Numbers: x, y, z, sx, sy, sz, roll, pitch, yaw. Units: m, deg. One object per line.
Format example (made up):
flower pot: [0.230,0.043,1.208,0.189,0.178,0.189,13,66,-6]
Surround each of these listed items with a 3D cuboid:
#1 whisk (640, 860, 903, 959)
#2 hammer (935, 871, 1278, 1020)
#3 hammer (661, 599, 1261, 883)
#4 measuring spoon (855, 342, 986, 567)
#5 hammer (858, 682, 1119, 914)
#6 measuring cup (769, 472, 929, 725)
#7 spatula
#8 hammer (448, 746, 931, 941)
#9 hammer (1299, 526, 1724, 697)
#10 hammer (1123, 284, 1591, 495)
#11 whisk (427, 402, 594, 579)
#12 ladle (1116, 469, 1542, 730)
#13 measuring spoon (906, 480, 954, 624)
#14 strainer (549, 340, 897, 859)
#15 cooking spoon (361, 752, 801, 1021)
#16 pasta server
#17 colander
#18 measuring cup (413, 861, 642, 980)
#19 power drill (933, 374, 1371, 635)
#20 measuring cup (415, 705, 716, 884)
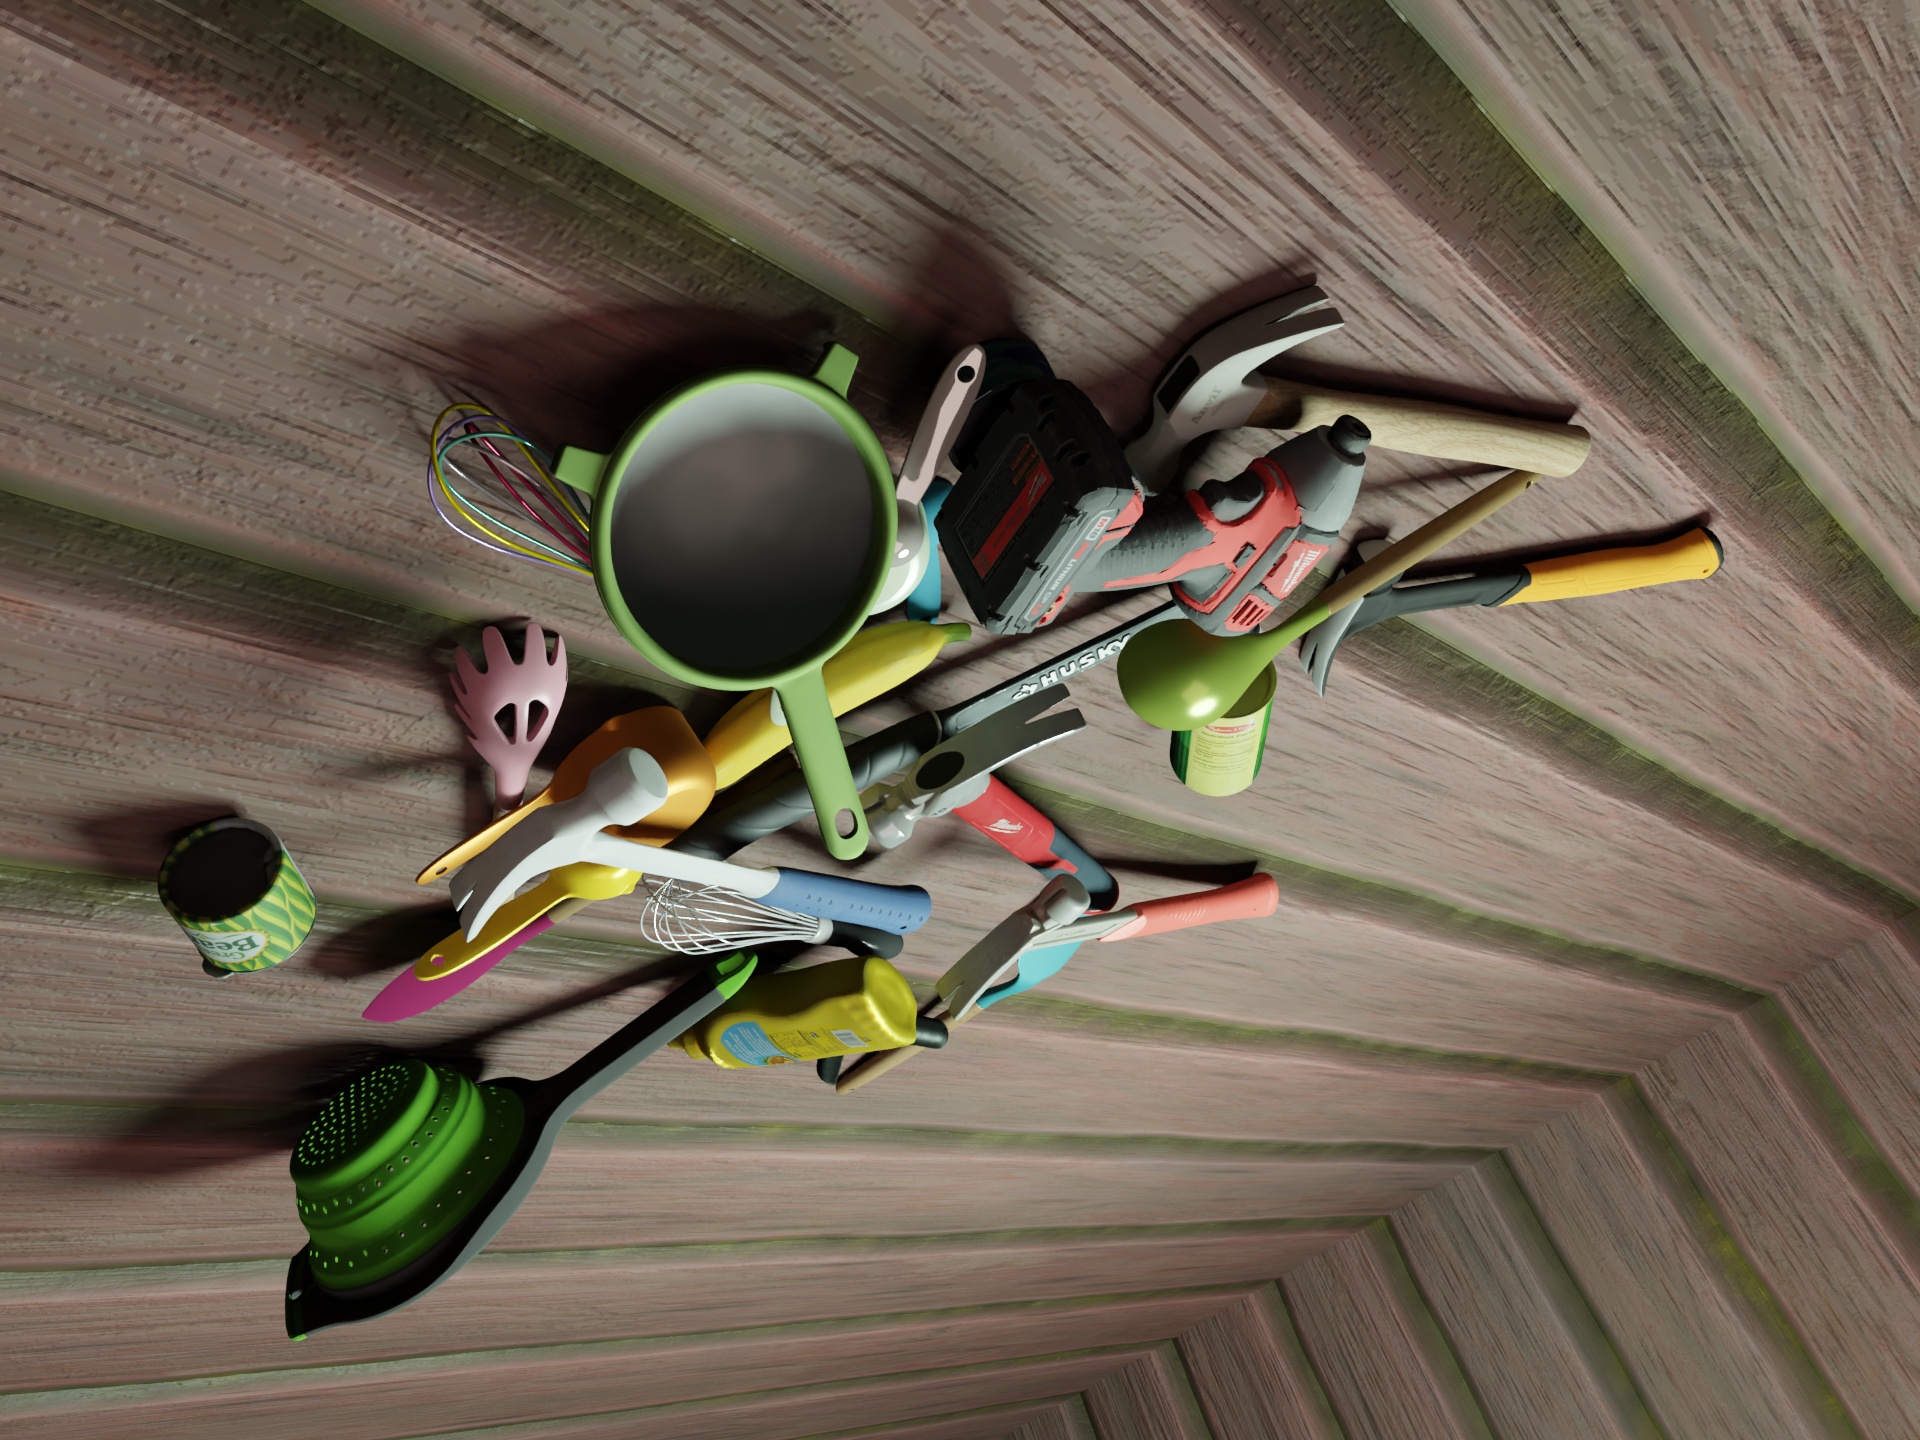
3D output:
whisk: [-0.123,0.141,1.120,0.070,0.070,0.284,-36,151,19]
hammer: [0.141,0.163,1.266,0.359,0.037,0.149,-1,142,-49]
hammer: [-0.002,-0.003,0.977,0.409,0.036,0.149,-26,146,-3]
measuring spoon: [-0.016,-0.123,0.761,0.034,0.018,0.124,15,122,-20]
hammer: [0.064,0.075,1.098,0.143,0.038,0.386,-30,156,9]
measuring cup: [-0.069,-0.054,0.839,0.083,0.038,0.167,13,123,-19]
spatula: [-0.003,0.243,1.372,0.317,0.044,0.082,-37,146,29]
hammer: [-0.131,0.098,0.959,0.144,0.035,0.405,-32,157,16]
hammer: [0.400,-0.092,1.125,0.336,0.034,0.127,-10,145,-21]
hammer: [0.250,-0.173,0.914,0.331,0.031,0.130,0,141,-33]
whisk: [-0.175,-0.082,0.773,0.051,0.047,0.244,-30,152,9]
ladle: [0.234,-0.088,0.982,0.320,0.062,0.078,-31,137,-18]
measuring spoon: [-0.018,-0.082,0.884,0.042,0.021,0.128,-16,148,-12]
strainer: [-0.097,-0.049,0.774,0.151,0.069,0.256,-27,119,-22]
cooking spoon: [-0.237,0.109,1.002,0.319,0.017,0.068,-32,159,3]
pasta server: [-0.266,0.055,0.927,0.060,0.040,0.316,-8,149,-24]
colander: [-0.326,0.257,1.117,0.397,0.205,0.094,-36,114,-10]
measuring cup: [-0.251,0.100,0.928,0.156,0.062,0.029,-35,154,-36]
power drill: [0.110,-0.107,0.821,0.219,0.079,0.143,-1,143,-37]
measuring cup: [-0.215,0.060,0.890,0.173,0.052,0.095,-33,161,-22]
